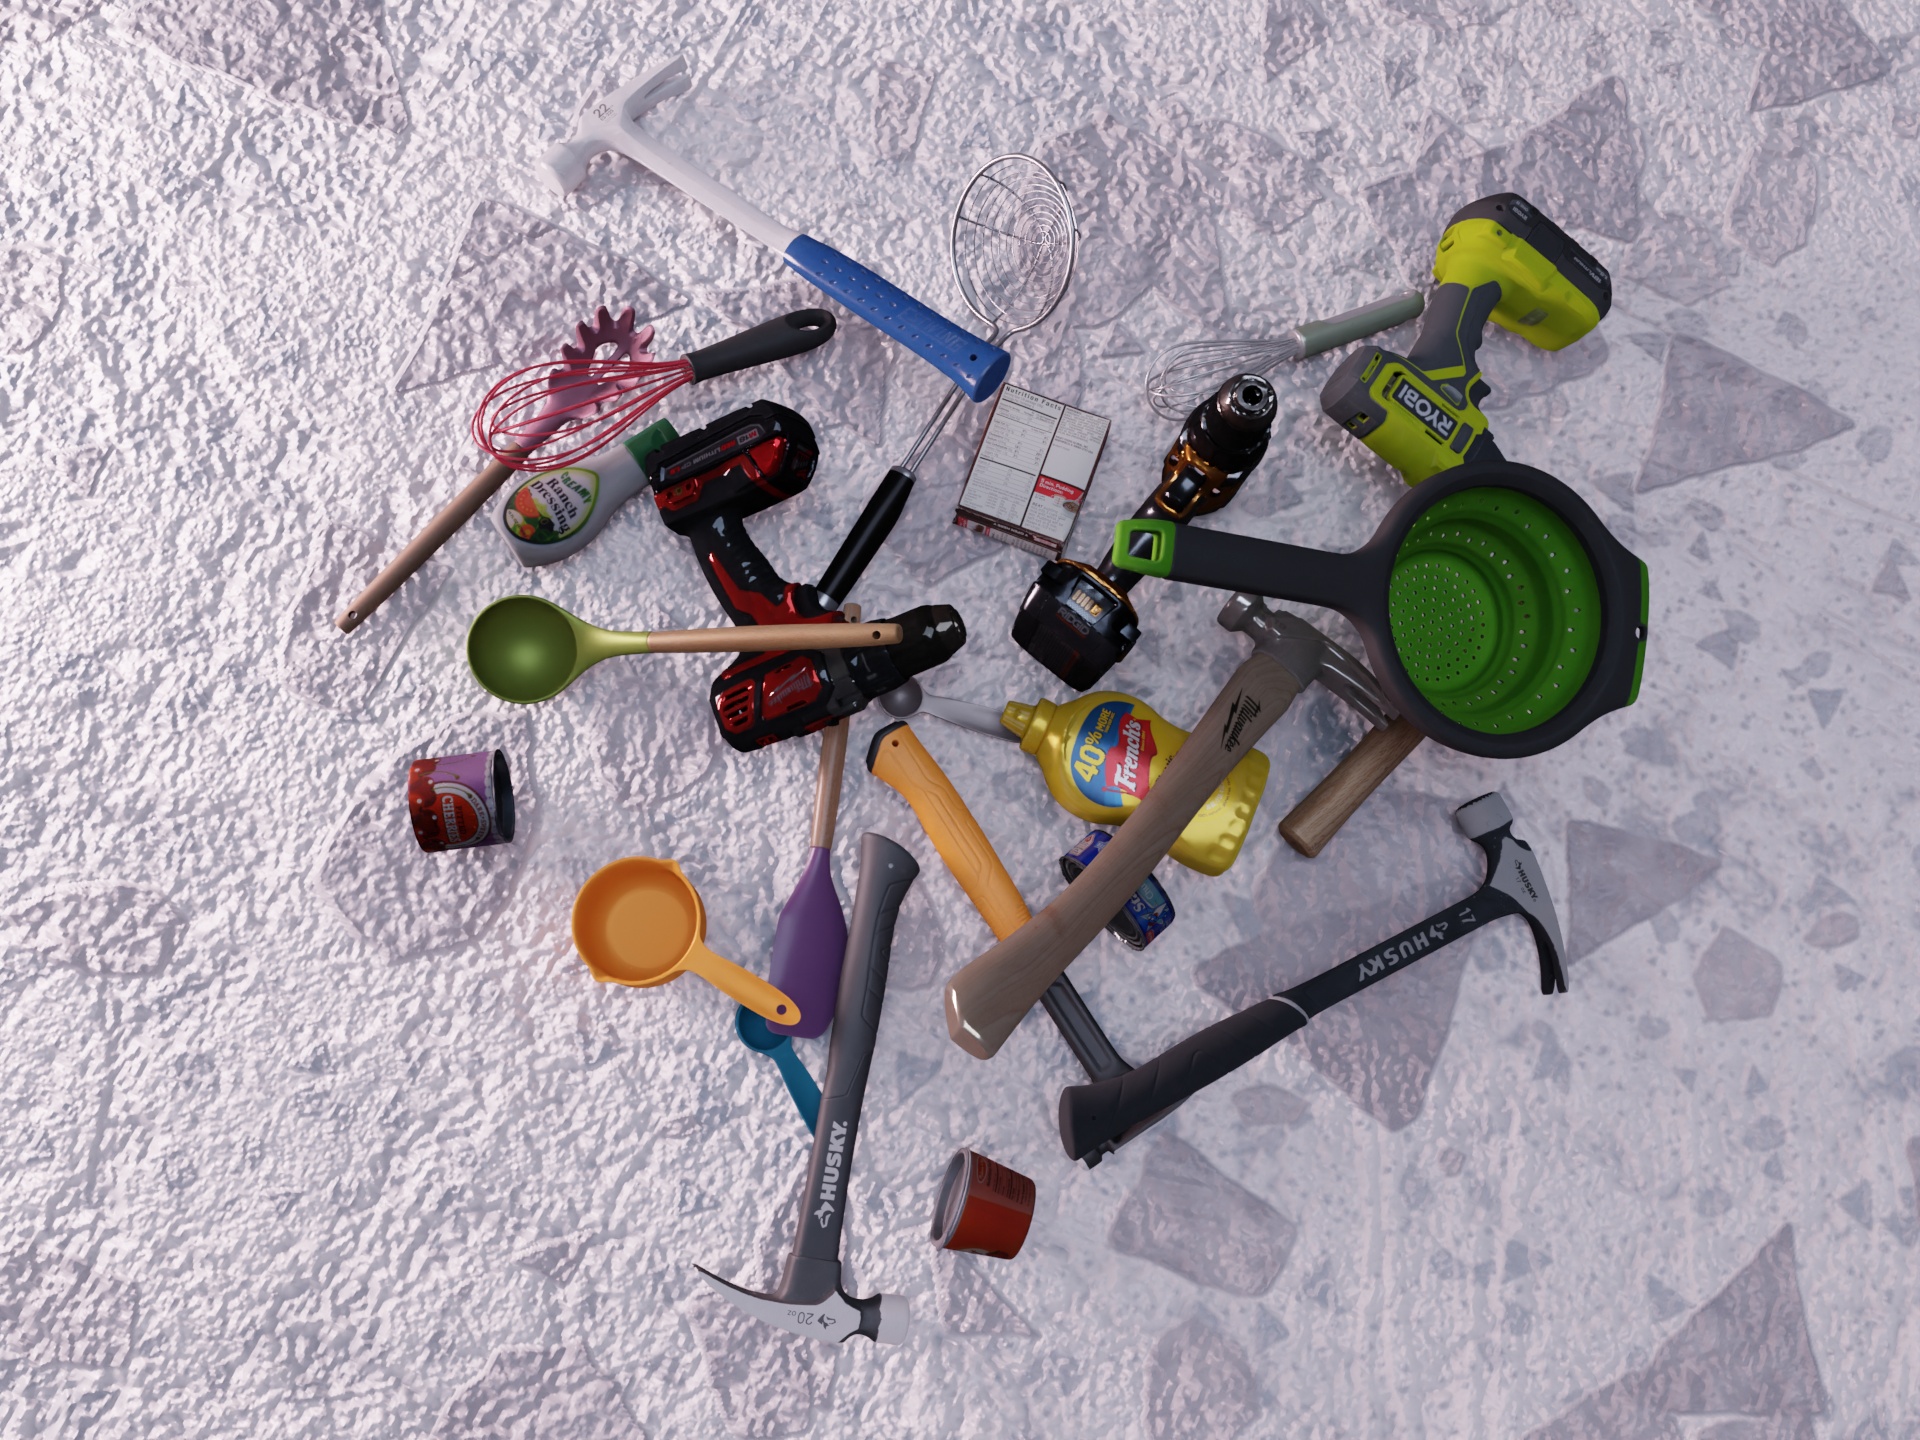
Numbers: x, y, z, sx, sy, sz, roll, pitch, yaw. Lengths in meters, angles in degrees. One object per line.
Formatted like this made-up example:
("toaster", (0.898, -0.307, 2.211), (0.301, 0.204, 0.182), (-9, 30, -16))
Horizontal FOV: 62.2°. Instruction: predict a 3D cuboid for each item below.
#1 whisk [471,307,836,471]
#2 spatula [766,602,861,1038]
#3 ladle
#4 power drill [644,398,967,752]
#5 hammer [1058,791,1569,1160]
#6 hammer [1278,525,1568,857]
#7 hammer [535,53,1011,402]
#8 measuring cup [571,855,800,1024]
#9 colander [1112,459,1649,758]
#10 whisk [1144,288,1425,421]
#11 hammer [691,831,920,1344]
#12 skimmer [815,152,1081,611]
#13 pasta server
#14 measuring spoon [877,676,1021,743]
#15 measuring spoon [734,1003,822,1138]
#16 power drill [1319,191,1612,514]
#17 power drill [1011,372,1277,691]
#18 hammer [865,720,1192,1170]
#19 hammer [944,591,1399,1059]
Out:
("whisk", (-0.215, -0.249, 1.157), (0.296, 0.073, 0.073), (-27, 80, -27))
("spatula", (-0.095, 0.067, 1.137), (0.059, 0.018, 0.316), (13, 74, -27))
("ladle", (-0.193, -0.052, 1.083), (0.320, 0.062, 0.078), (-1, 100, 21))
("power drill", (-0.111, -0.108, 1.125), (0.188, 0.080, 0.227), (-22, 81, 13))
("hammer", (0.246, 0.196, 1.100), (0.409, 0.036, 0.149), (-24, 82, -17))
("hammer", (0.359, -0.022, 1.185), (0.130, 0.031, 0.331), (44, 79, 6))
("hammer", (-0.128, -0.362, 1.184), (0.406, 0.035, 0.144), (37, 76, 17))
("measuring cup", (-0.183, 0.162, 1.091), (0.173, 0.052, 0.095), (30, 77, 6))
("colander", (0.279, -0.085, 1.100), (0.397, 0.094, 0.204), (8, 85, -15))
("whisk", (0.253, -0.289, 1.231), (0.246, 0.058, 0.059), (-21, 114, -12))
("hammer", (-0.083, 0.241, 1.079), (0.146, 0.035, 0.335), (13, 76, -14))
("skimmer", (-0.027, -0.248, 1.178), (0.127, 0.090, 0.363), (23, 77, 40))
("pasta server", (-0.342, -0.182, 1.168), (0.060, 0.040, 0.316), (43, 79, -6))
("measuring spoon", (-0.002, -0.004, 1.167), (0.124, 0.018, 0.034), (17, 75, -7))
("measuring spoon", (-0.117, 0.248, 1.101), (0.042, 0.021, 0.128), (-29, 90, -31))
("power drill", (0.392, -0.270, 1.202), (0.171, 0.080, 0.223), (37, 72, -7))
("power drill", (0.137, -0.138, 1.119), (0.084, 0.185, 0.226), (39, 81, 3))
("hammer", (0.045, 0.140, 1.125), (0.127, 0.034, 0.337), (-33, 82, -9))
("hammer", (0.139, 0.074, 1.066), (0.146, 0.038, 0.411), (39, 61, 10))
